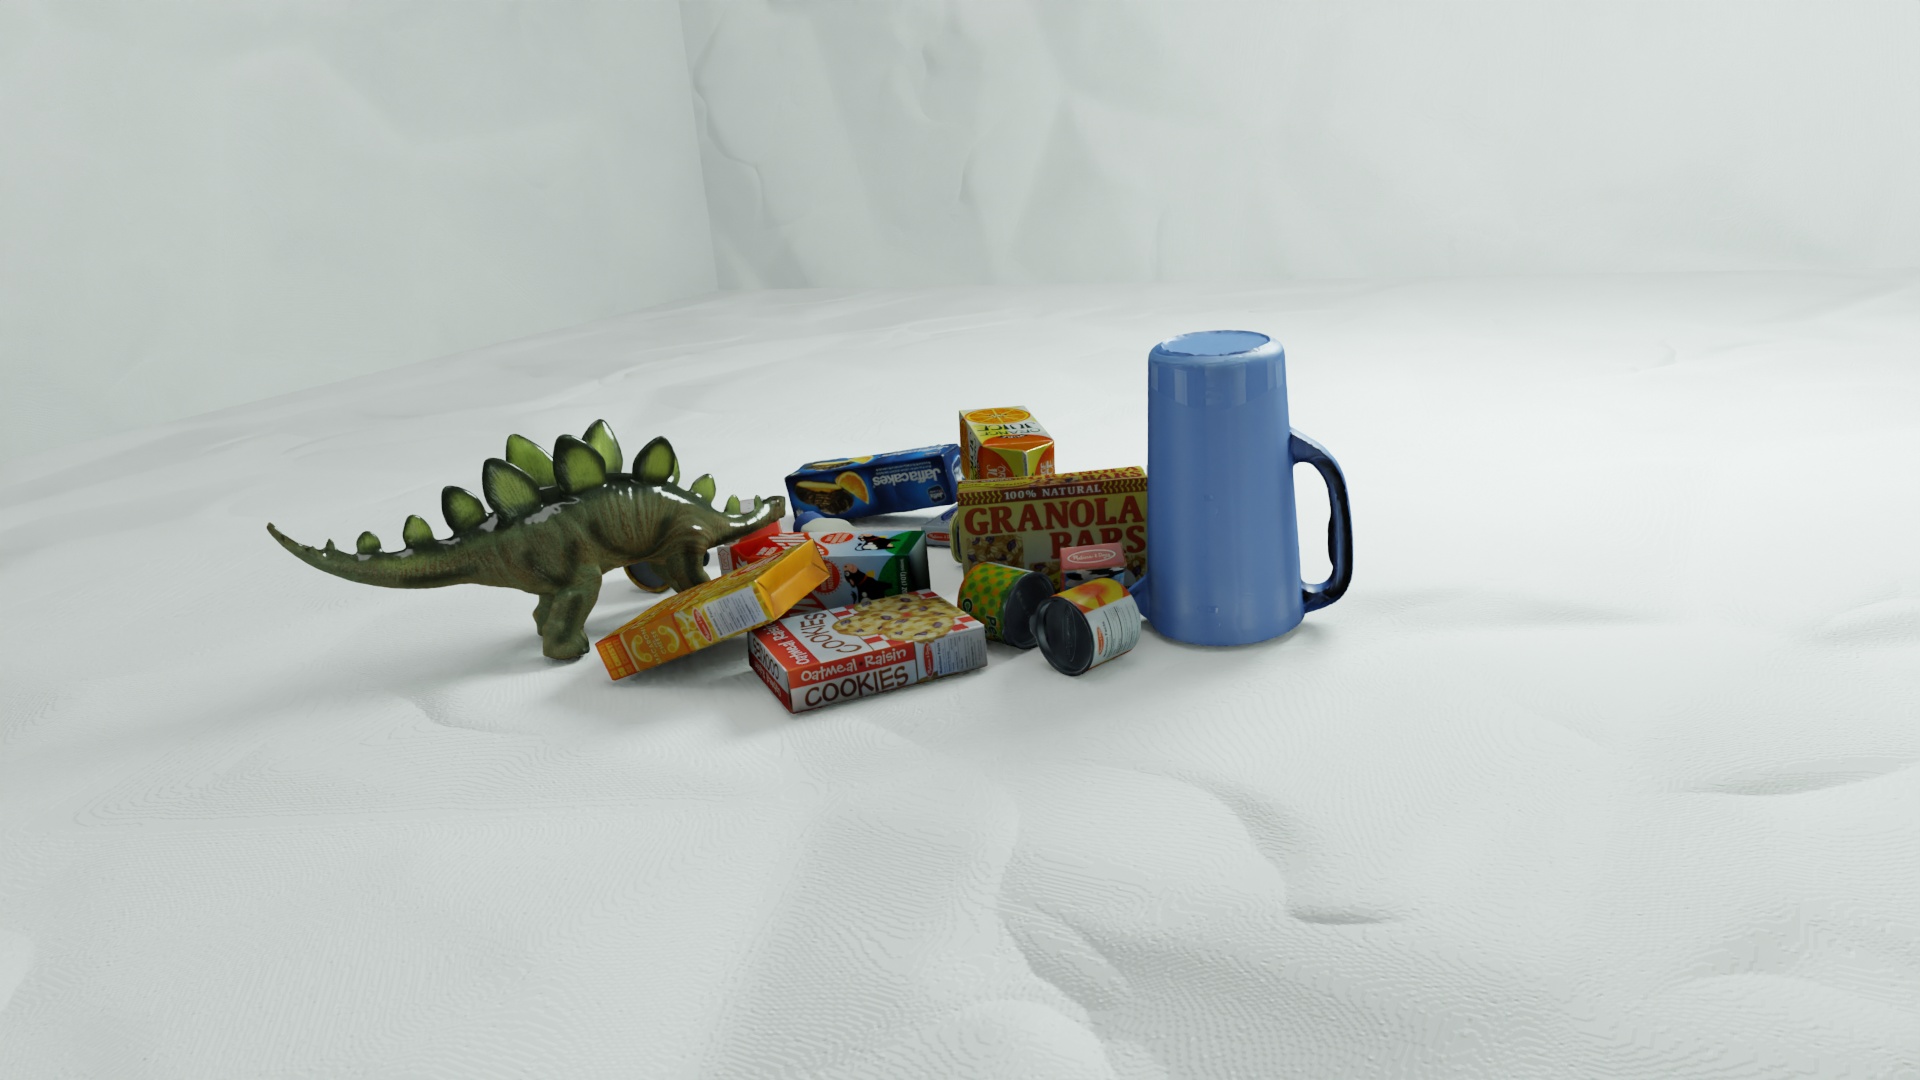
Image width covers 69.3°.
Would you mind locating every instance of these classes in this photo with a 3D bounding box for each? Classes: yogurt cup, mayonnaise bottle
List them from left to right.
[{"bbox_3d":[-0.223,-0.012,1.487,0.072,0.053,0.072,-4,17,1],"label":"yogurt cup"},{"bbox_3d":[-0.134,0.002,1.438,0.065,0.041,0.148,-11,17,-22],"label":"mayonnaise bottle"}]

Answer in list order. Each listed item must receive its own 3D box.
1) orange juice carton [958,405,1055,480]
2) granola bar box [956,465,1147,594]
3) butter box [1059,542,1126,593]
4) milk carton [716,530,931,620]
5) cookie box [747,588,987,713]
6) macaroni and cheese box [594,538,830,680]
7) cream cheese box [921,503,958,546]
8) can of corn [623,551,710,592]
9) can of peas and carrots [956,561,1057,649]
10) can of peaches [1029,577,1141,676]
[{"bbox_3d":[0.049,-0.078,1.391,0.073,0.071,0.193,-5,19,-8],"label":"orange juice carton"},{"bbox_3d":[0.084,0.004,1.226,0.166,0.123,0.039,-5,18,1],"label":"granola bar box"},{"bbox_3d":[0.110,0.038,1.170,0.053,0.103,0.024,-5,61,1],"label":"butter box"},{"bbox_3d":[-0.129,0.036,1.272,0.190,0.072,0.074,-2,18,12],"label":"milk carton"},{"bbox_3d":[-0.079,0.088,1.143,0.168,0.040,0.123,-12,17,-21],"label":"cookie box"},{"bbox_3d":[-0.209,0.059,1.185,0.166,0.040,0.124,-21,9,22],"label":"macaroni and cheese box"},{"bbox_3d":[0.005,-0.019,1.489,0.053,0.024,0.104,5,20,26],"label":"cream cheese box"},{"bbox_3d":[-0.299,0.014,1.407,0.071,0.071,0.058,1,19,21],"label":"can of corn"},{"bbox_3d":[0.038,0.056,1.172,0.071,0.070,0.059,-21,22,-41],"label":"can of peas and carrots"},{"bbox_3d":[0.100,0.067,1.111,0.058,0.071,0.071,-19,21,-38],"label":"can of peaches"}]
